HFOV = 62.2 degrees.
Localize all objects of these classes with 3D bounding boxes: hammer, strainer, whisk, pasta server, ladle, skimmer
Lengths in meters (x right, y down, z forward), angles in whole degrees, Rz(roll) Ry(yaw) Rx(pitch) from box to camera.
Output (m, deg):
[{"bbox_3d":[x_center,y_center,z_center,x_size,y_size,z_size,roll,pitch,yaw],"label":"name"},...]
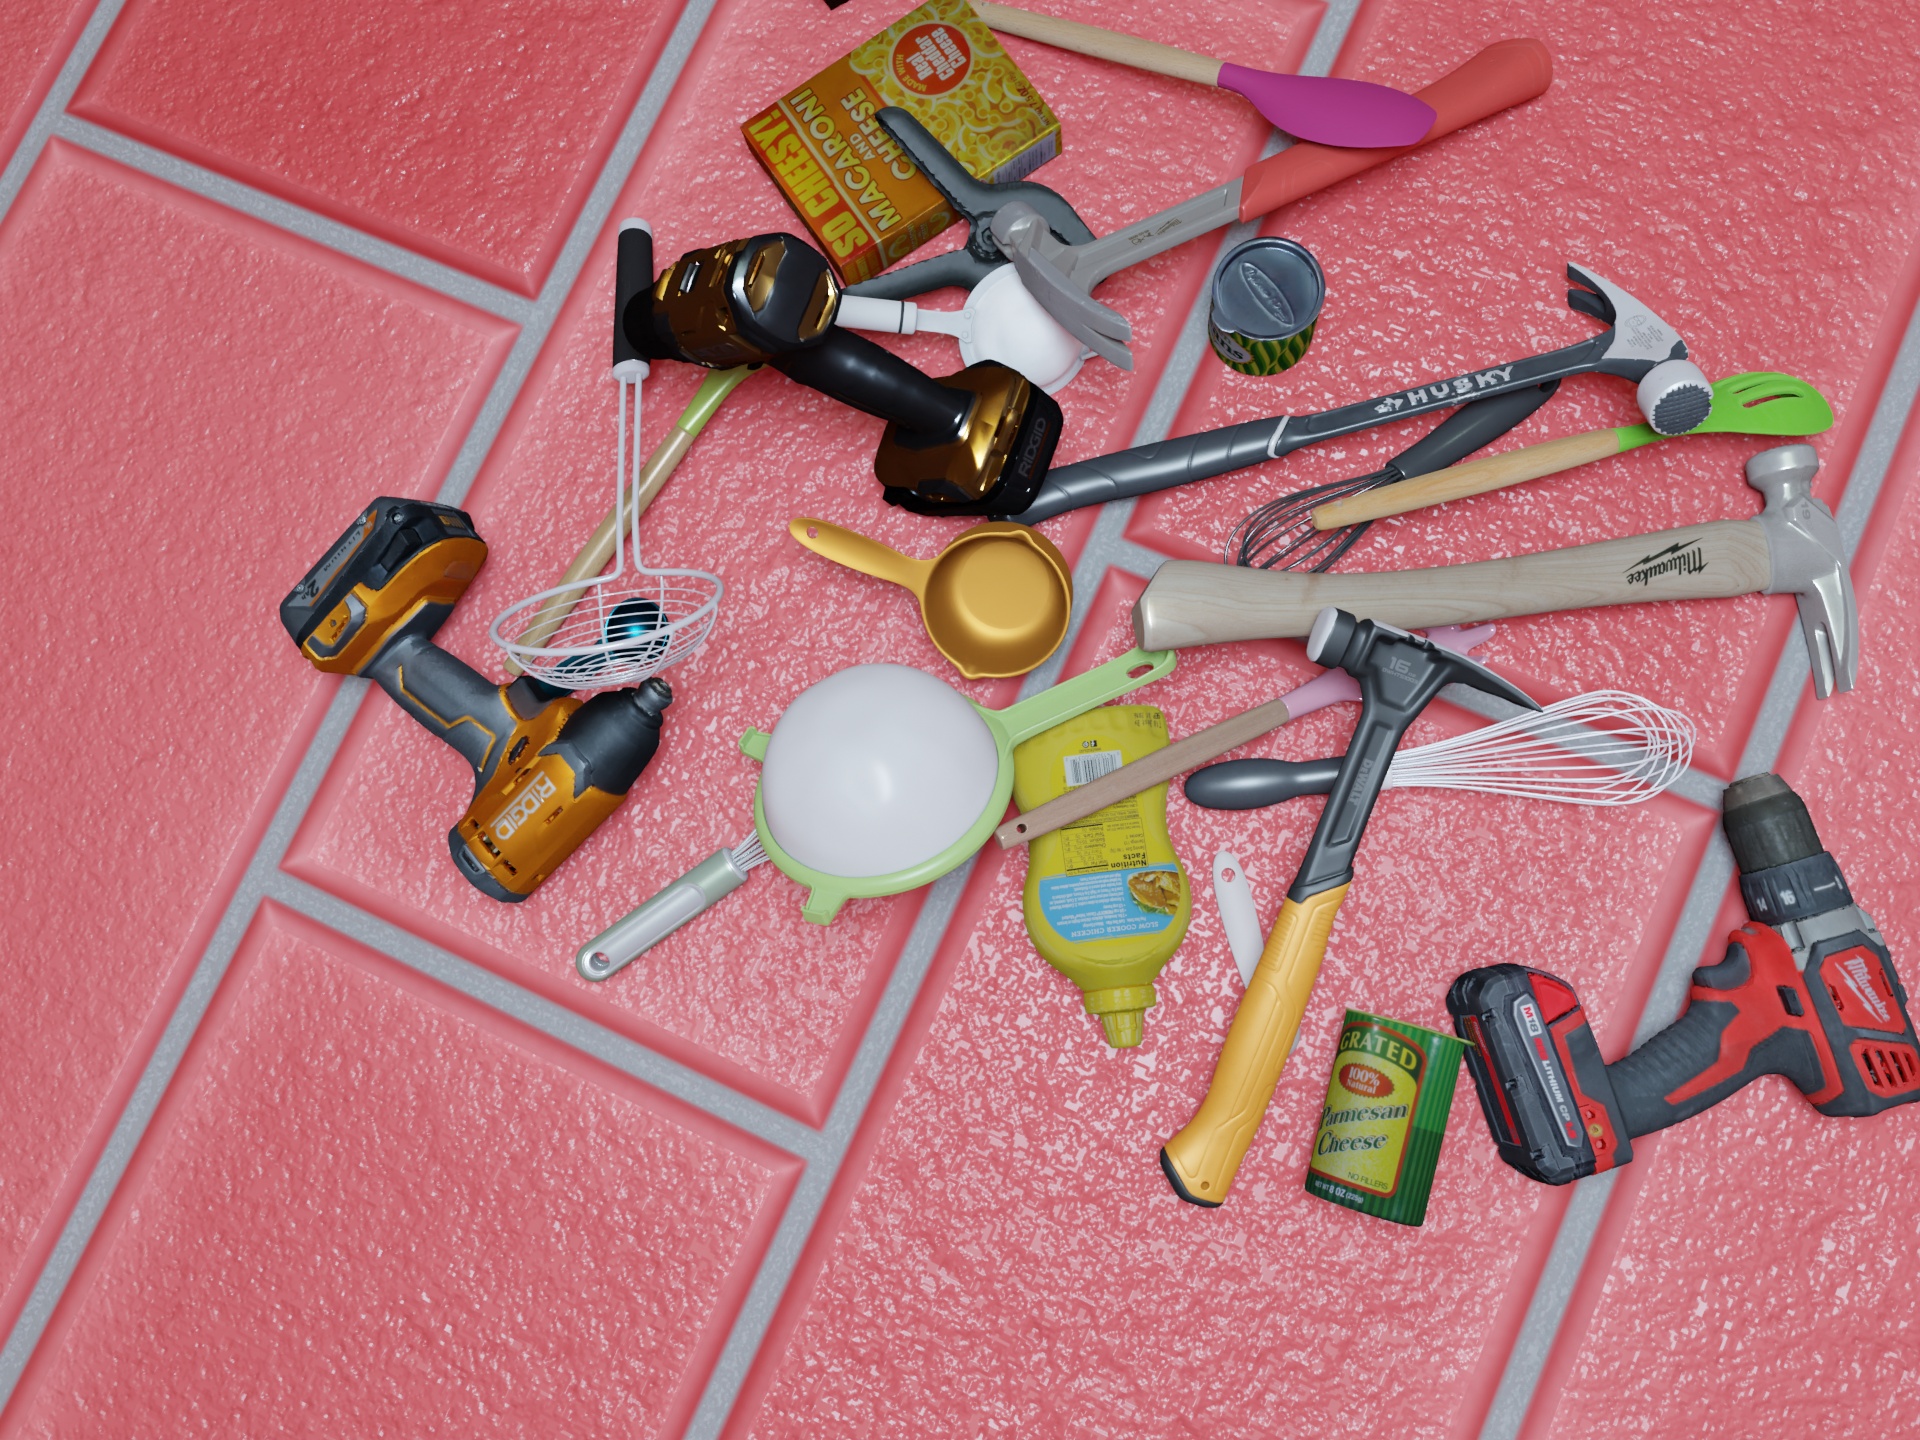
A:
[{"bbox_3d":[0.205,-0.321,0.943,0.359,0.036,0.149,-26,51,-12],"label":"hammer"},{"bbox_3d":[-0.024,-0.241,0.962,0.258,0.050,0.086,5,114,-7],"label":"strainer"},{"bbox_3d":[-0.127,0.081,0.945,0.246,0.059,0.057,-35,99,3],"label":"whisk"},{"bbox_3d":[-0.001,-0.003,0.875,0.256,0.069,0.152,-24,47,-4],"label":"strainer"},{"bbox_3d":[0.161,0.002,0.898,0.316,0.040,0.060,-23,78,-15],"label":"pasta server"},{"bbox_3d":[0.209,-0.177,0.942,0.409,0.036,0.149,-13,43,10],"label":"hammer"},{"bbox_3d":[-0.184,-0.157,1.002,0.078,0.062,0.320,37,92,13],"label":"ladle"},{"bbox_3d":[0.302,-0.065,0.898,0.410,0.038,0.146,-6,80,-6],"label":"hammer"},{"bbox_3d":[0.271,0.027,0.913,0.284,0.070,0.070,-6,79,10],"label":"whisk"},{"bbox_3d":[0.260,-0.148,0.949,0.239,0.055,0.055,-33,78,-5],"label":"whisk"},{"bbox_3d":[-0.201,-0.174,0.928,0.127,0.090,0.364,-7,63,4],"label":"skimmer"},{"bbox_3d":[0.196,0.114,0.873,0.127,0.034,0.337,21,97,-3],"label":"hammer"}]

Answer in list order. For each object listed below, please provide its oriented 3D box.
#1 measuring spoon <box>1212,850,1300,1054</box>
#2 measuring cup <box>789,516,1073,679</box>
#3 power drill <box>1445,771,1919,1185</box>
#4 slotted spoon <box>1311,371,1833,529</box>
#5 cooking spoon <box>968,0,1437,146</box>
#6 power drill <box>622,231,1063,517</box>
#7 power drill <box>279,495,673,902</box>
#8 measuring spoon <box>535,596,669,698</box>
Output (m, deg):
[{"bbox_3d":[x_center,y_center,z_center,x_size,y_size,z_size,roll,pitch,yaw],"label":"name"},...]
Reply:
[{"bbox_3d":[0.167,0.135,0.918,0.034,0.018,0.124,-14,78,3],"label":"measuring spoon"},{"bbox_3d":[-0.015,-0.090,0.944,0.173,0.052,0.095,22,111,3],"label":"measuring cup"},{"bbox_3d":[0.389,0.142,0.867,0.226,0.080,0.188,-16,79,0],"label":"power drill"},{"bbox_3d":[0.353,-0.154,0.917,0.313,0.031,0.070,-15,36,-4],"label":"slotted spoon"},{"bbox_3d":[0.139,-0.406,0.985,0.319,0.017,0.069,25,59,23],"label":"cooking spoon"},{"bbox_3d":[-0.076,-0.196,0.914,0.226,0.185,0.084,25,81,-34],"label":"power drill"},{"bbox_3d":[-0.281,-0.026,0.948,0.164,0.084,0.226,-43,81,13],"label":"power drill"},{"bbox_3d":[-0.234,-0.031,0.994,0.128,0.021,0.042,-32,79,9],"label":"measuring spoon"}]
